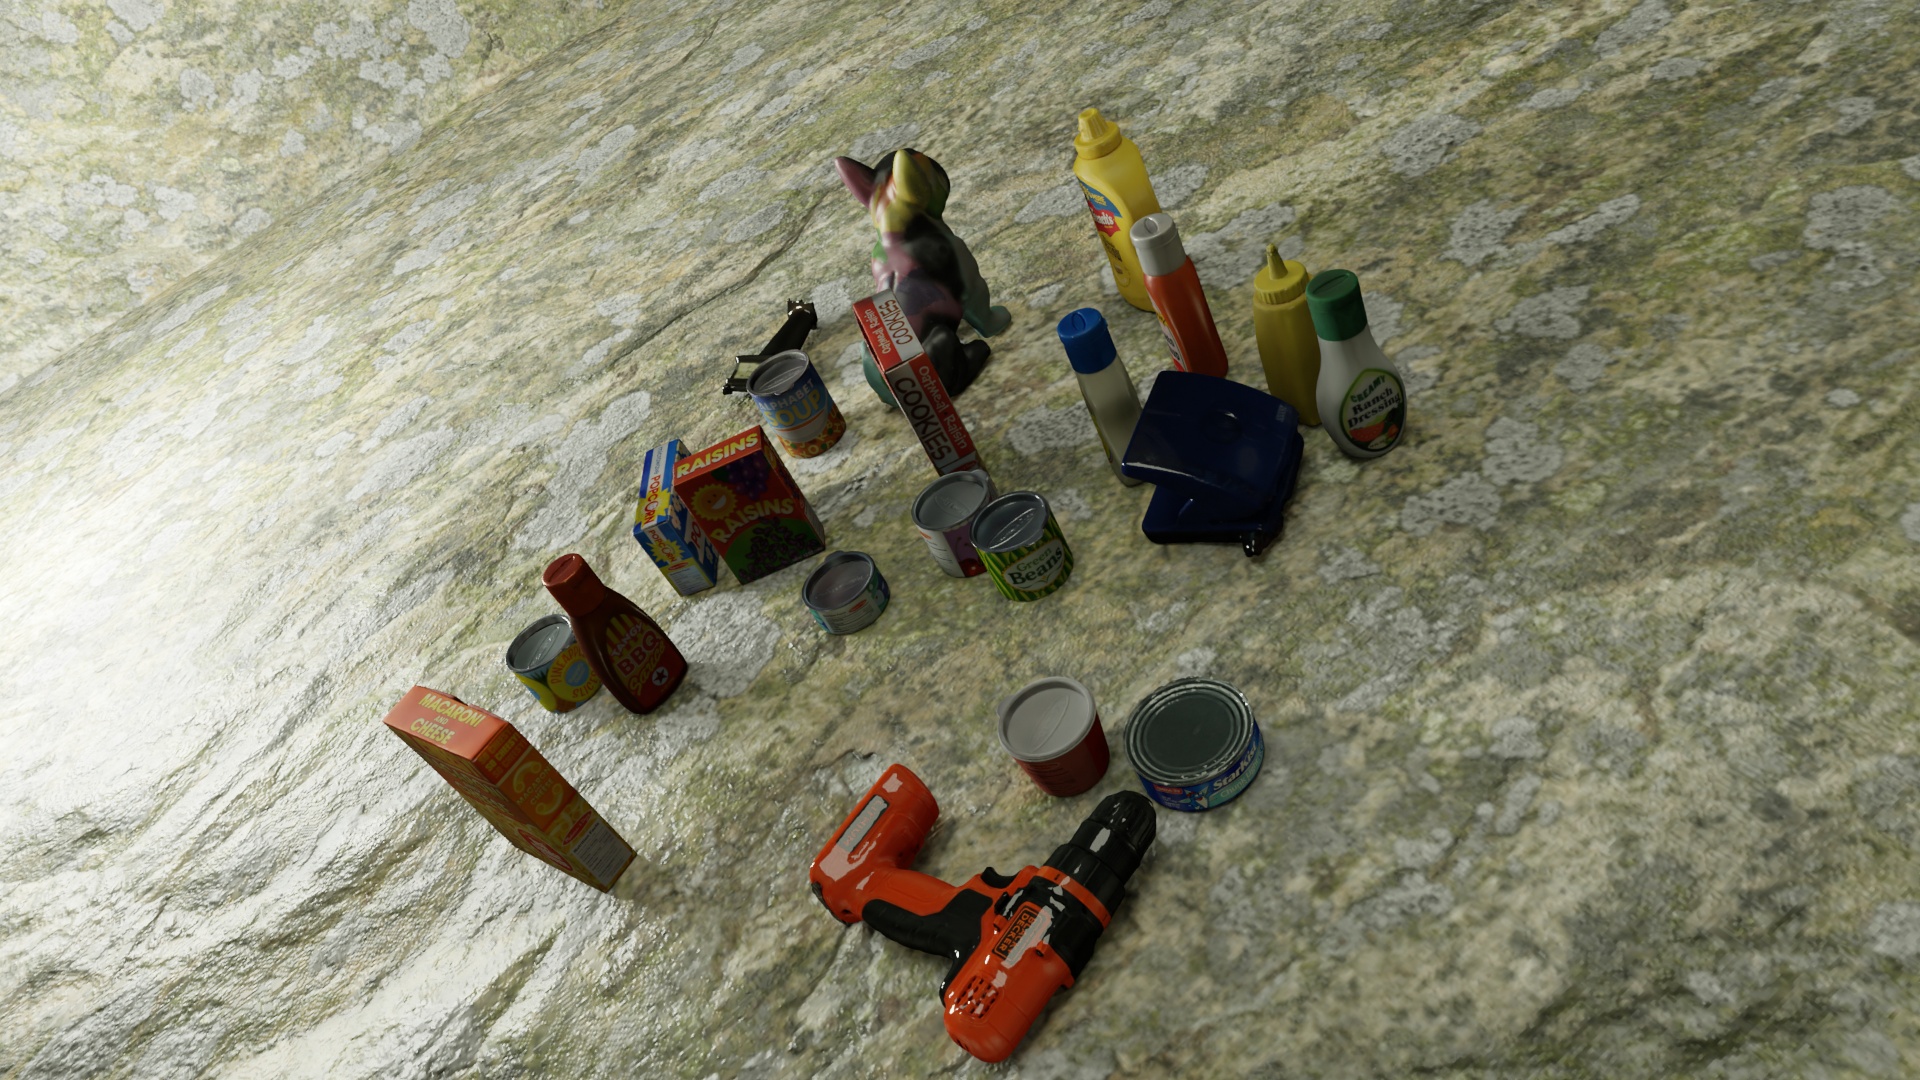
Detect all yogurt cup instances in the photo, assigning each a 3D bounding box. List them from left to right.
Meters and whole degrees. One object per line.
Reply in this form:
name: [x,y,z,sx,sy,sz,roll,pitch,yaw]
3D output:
yogurt cup: [0.065,0.133,0.921,0.072,0.053,0.073,-17,39,15]

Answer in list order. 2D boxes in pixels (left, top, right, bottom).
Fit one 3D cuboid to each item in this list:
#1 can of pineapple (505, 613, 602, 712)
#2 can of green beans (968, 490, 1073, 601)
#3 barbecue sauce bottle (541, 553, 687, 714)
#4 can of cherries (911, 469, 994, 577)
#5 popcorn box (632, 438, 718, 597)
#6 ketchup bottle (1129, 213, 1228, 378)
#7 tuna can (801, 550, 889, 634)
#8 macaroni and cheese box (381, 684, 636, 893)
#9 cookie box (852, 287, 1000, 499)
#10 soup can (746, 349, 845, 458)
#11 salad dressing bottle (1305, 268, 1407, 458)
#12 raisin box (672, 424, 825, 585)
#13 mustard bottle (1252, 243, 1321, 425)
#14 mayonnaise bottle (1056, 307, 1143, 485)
can of pineapple: [-0.348,0.107,1.200,0.071,0.057,0.071,-17,39,15]
can of green beans: [0.048,0.005,1.074,0.071,0.057,0.071,-17,39,15]
barbecue sauce bottle: [-0.283,0.073,1.125,0.043,0.148,0.065,13,54,41]
can of cherries: [0.004,-0.014,1.121,0.071,0.058,0.072,-17,39,15]
popcorn box: [-0.256,-0.022,1.268,0.038,0.085,0.127,-20,39,11]
ketchup bottle: [0.181,-0.200,1.151,0.043,0.148,0.065,-23,38,7]
tuna can: [-0.094,0.042,1.139,0.071,0.032,0.071,-17,39,14]
macaroni and cheese box: [-0.328,0.181,1.016,0.124,0.165,0.040,10,52,39]
cookie box: [-0.029,-0.114,1.167,0.040,0.166,0.123,-28,38,1]
soup can: [-0.156,-0.128,1.328,0.071,0.083,0.072,-17,39,15]
salad dressing bottle: [0.283,-0.127,1.005,0.064,0.147,0.044,-29,38,0]
raisin box: [-0.181,-0.030,1.200,0.086,0.123,0.040,-23,38,8]
mustard bottle: [0.255,-0.163,1.053,0.065,0.159,0.049,-40,39,-14]
mayonnaise bottle: [0.117,-0.115,1.093,0.041,0.147,0.065,-23,38,8]
